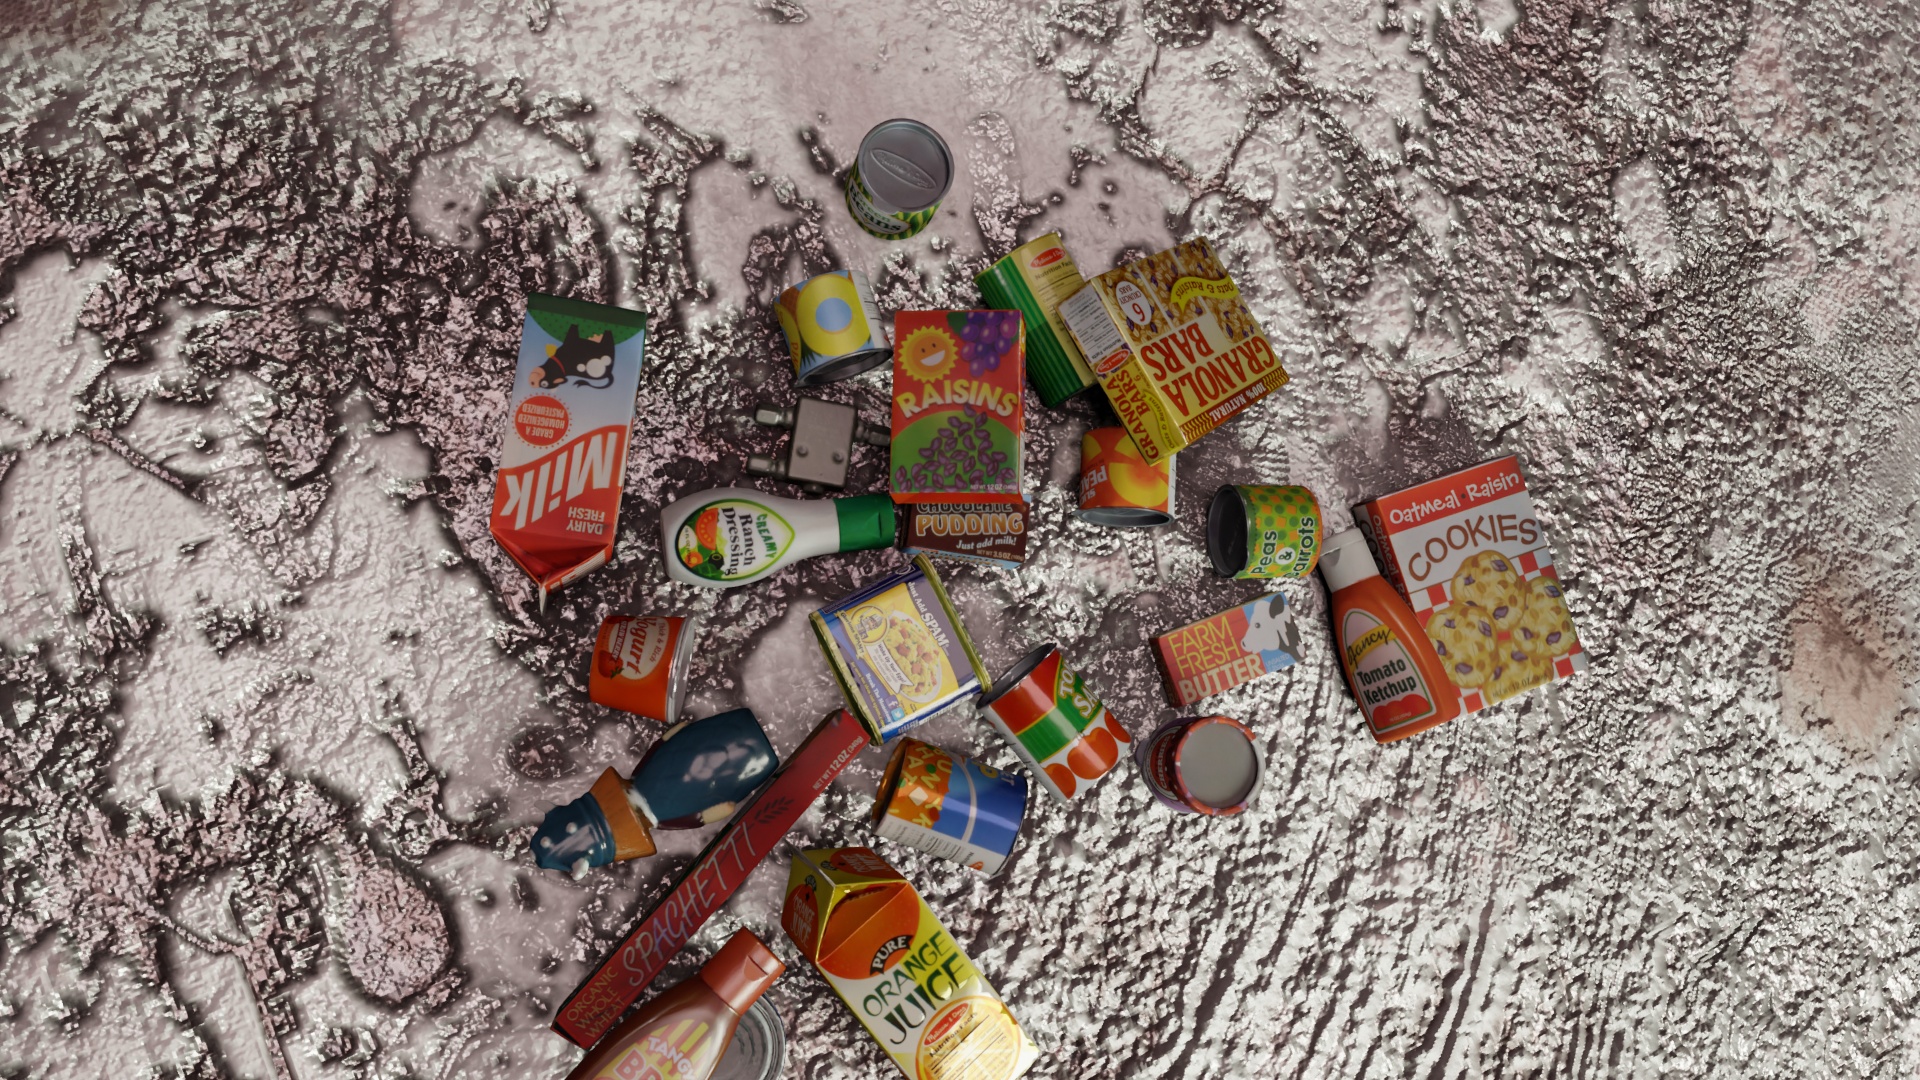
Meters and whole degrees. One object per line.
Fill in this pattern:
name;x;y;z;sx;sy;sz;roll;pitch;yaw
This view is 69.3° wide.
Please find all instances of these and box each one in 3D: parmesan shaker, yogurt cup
parmesan shaker;0.061;-0.149;0.955;0.071;0.071;0.103;-30;90;-16
yogurt cup;-0.197;0.077;0.859;0.054;0.072;0.072;9;79;-4

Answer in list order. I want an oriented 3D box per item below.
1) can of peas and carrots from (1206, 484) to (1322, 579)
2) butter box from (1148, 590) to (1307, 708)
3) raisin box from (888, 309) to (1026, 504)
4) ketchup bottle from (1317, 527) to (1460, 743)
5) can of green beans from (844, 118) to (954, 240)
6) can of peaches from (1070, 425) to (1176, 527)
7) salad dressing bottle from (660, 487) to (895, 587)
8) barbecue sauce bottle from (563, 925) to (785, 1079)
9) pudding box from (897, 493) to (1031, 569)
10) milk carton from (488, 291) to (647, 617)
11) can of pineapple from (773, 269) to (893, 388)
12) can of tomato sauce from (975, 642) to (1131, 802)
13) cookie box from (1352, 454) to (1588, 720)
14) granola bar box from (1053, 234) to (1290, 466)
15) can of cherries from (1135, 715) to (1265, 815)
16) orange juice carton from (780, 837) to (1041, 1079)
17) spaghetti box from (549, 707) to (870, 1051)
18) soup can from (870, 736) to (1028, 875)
can of peas and carrots;0.212;-0.005;0.968;0.059;0.071;0.071;0;82;-14
butter box;0.187;0.076;0.972;0.104;0.024;0.053;-19;86;-16
raisin box;-0.001;-0.087;0.905;0.086;0.040;0.123;0;80;7
ketchup bottle;0.295;0.065;0.984;0.044;0.064;0.149;-8;73;-48
can of green beans;-0.043;-0.246;0.950;0.071;0.057;0.071;2;81;-14
can of peaches;0.112;-0.043;0.951;0.071;0.071;0.058;6;80;-13
salad dressing bottle;-0.117;-0.006;0.900;0.148;0.044;0.064;-7;99;-15
barbecue sauce bottle;-0.166;0.292;0.804;0.149;0.043;0.065;-46;101;-16
pudding box;0.003;-0.012;0.938;0.084;0.030;0.050;9;78;-12
milk carton;-0.245;-0.049;0.861;0.073;0.072;0.191;9;79;-13
can of pineapple;-0.086;-0.140;0.919;0.071;0.071;0.058;-18;86;-16
can of tomato sauce;0.063;0.118;0.912;0.071;0.071;0.083;-41;93;-16
cookie box;0.372;0.033;1.017;0.123;0.040;0.167;-17;87;-16
granola bar box;0.148;-0.133;0.947;0.166;0.039;0.124;-30;89;-48
can of cherries;0.161;0.151;0.936;0.071;0.058;0.071;2;81;-14
orange juice carton;-0.041;0.257;0.839;0.073;0.072;0.192;-40;107;-16
spaghetti box;-0.151;0.204;0.856;0.028;0.050;0.251;44;74;-3
soup can;-0.007;0.167;0.889;0.084;0.071;0.071;21;77;-9
